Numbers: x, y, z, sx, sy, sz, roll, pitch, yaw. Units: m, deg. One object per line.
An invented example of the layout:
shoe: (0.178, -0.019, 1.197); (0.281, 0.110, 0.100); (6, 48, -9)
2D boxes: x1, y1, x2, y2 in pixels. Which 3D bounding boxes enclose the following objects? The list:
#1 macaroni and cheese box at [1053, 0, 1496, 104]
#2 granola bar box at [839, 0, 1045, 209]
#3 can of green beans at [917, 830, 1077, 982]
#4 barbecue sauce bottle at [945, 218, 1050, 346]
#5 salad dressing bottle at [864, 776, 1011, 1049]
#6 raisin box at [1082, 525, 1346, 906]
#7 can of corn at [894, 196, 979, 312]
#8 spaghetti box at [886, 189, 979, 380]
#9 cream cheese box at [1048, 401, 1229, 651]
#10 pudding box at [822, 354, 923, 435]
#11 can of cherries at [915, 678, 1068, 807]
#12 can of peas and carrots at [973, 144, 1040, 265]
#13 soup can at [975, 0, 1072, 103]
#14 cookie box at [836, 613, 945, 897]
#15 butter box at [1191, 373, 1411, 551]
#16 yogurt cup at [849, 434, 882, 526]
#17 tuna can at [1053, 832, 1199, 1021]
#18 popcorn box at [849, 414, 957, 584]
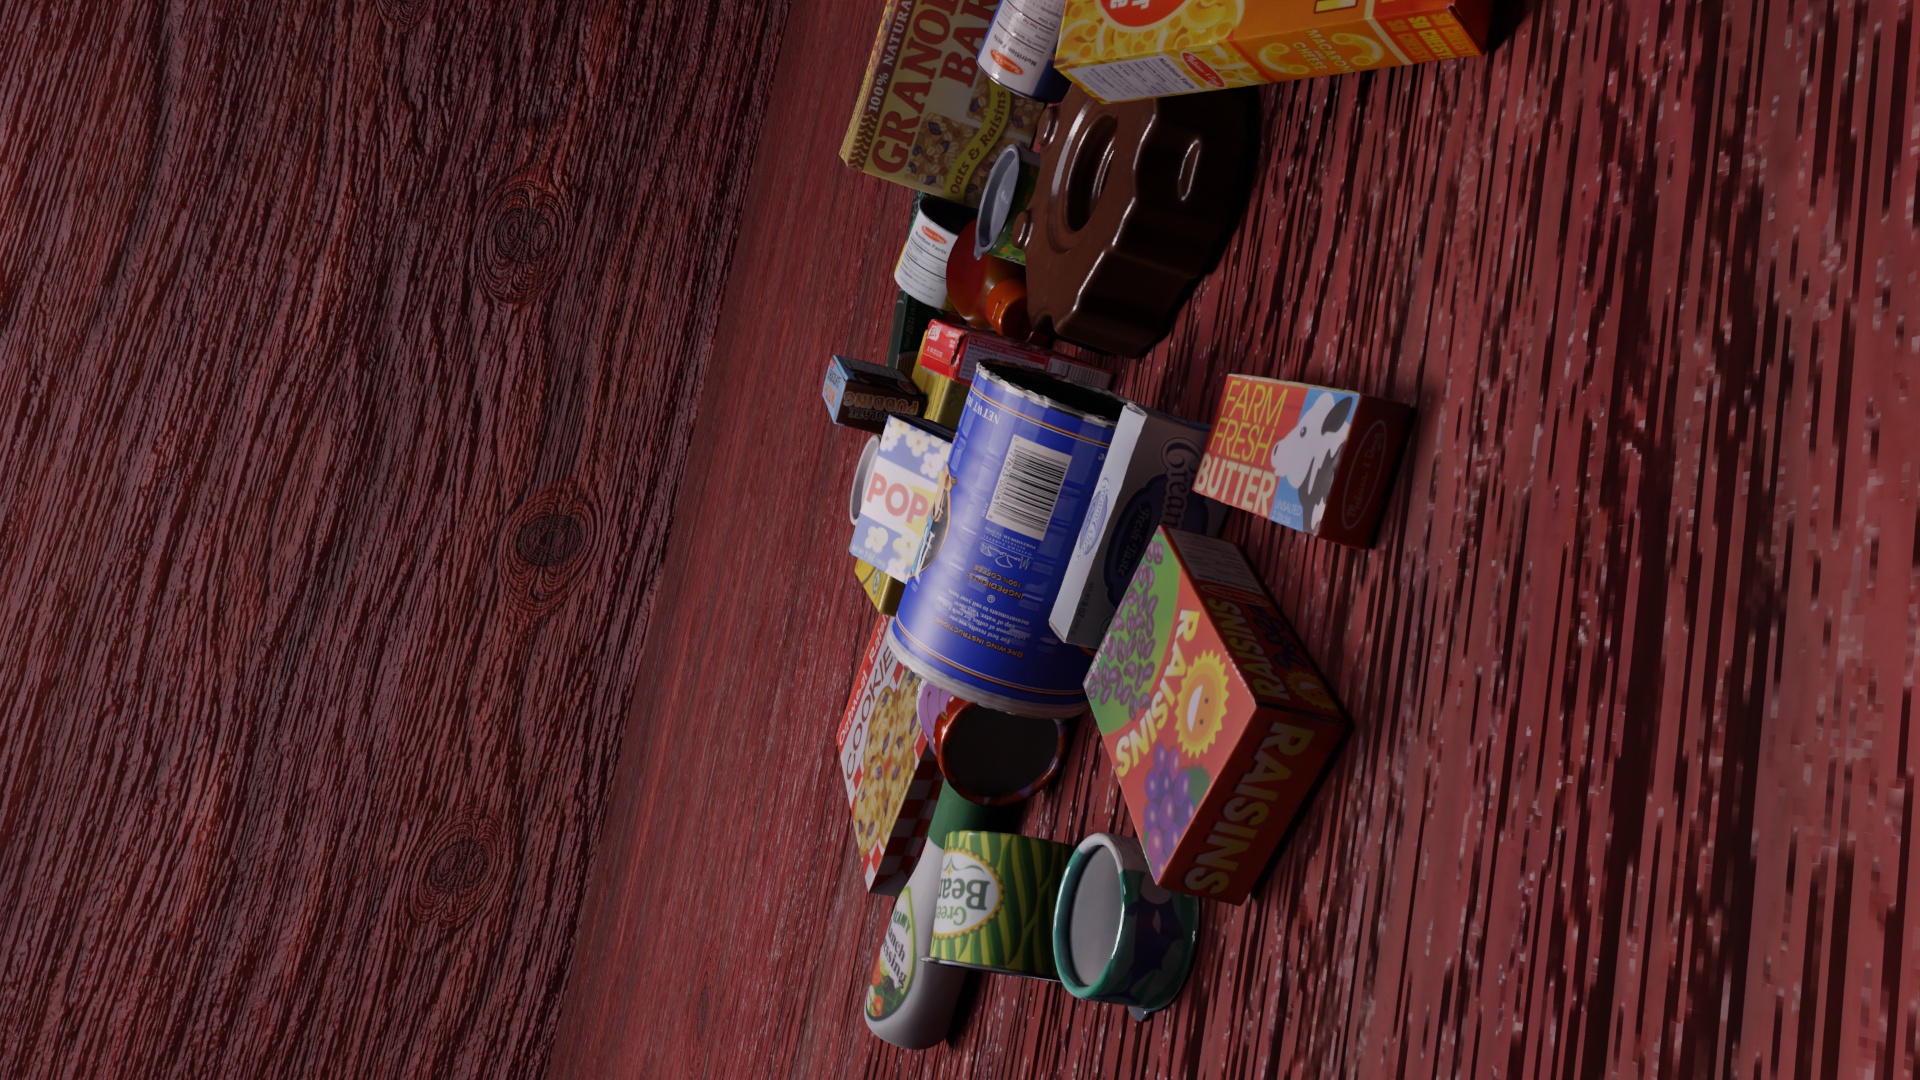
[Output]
macaroni and cheese box: (0.123, -0.239, 0.529); (0.166, 0.040, 0.123); (8, 84, 40)
granola bar box: (-0.001, -0.327, 0.972); (0.039, 0.124, 0.164); (-115, 42, -62)
can of green beans: (0.022, 0.164, 0.622); (0.071, 0.071, 0.058); (145, 136, -65)
barbecue sauce bottle: (0.026, -0.162, 0.900); (0.149, 0.044, 0.064); (-114, 41, -62)
salad dressing bottle: (-0.010, 0.194, 0.737); (0.064, 0.044, 0.147); (-138, 64, -69)
raisin box: (0.092, 0.063, 0.530); (0.124, 0.040, 0.085); (-105, 34, -60)
can of corn: (-0.007, -0.206, 1.002); (0.071, 0.071, 0.058); (-101, 29, -53)
spaghetti box: (-0.020, -0.198, 1.058); (0.028, 0.050, 0.251); (144, 137, -62)
cream cheese box: (0.080, -0.002, 0.590); (0.024, 0.053, 0.103); (-130, 55, -65)
pudding box: (-0.056, -0.090, 0.860); (0.084, 0.050, 0.030); (-122, 47, -69)
can of cherries: (0.015, 0.094, 0.700); (0.058, 0.071, 0.071); (-126, 52, -66)
can of peas and carrots: (0.047, -0.194, 0.832); (0.071, 0.059, 0.071); (-166, 89, -73)
soup can: (0.057, -0.339, 0.905); (0.072, 0.071, 0.083); (-97, 27, -49)
cookie box: (-0.033, 0.122, 0.873); (0.168, 0.040, 0.122); (-115, 42, -62)
butter box: (0.125, -0.032, 0.522); (0.103, 0.024, 0.053); (-146, 72, -71)
yogurt cup: (-0.045, -0.038, 1.007); (0.072, 0.054, 0.072); (-165, 89, -73)
tuna can: (0.064, 0.154, 0.554); (0.071, 0.033, 0.071); (-164, 89, -73)
popcorn box: (0.003, -0.010, 0.758); (0.127, 0.038, 0.085); (27, 105, 37)
